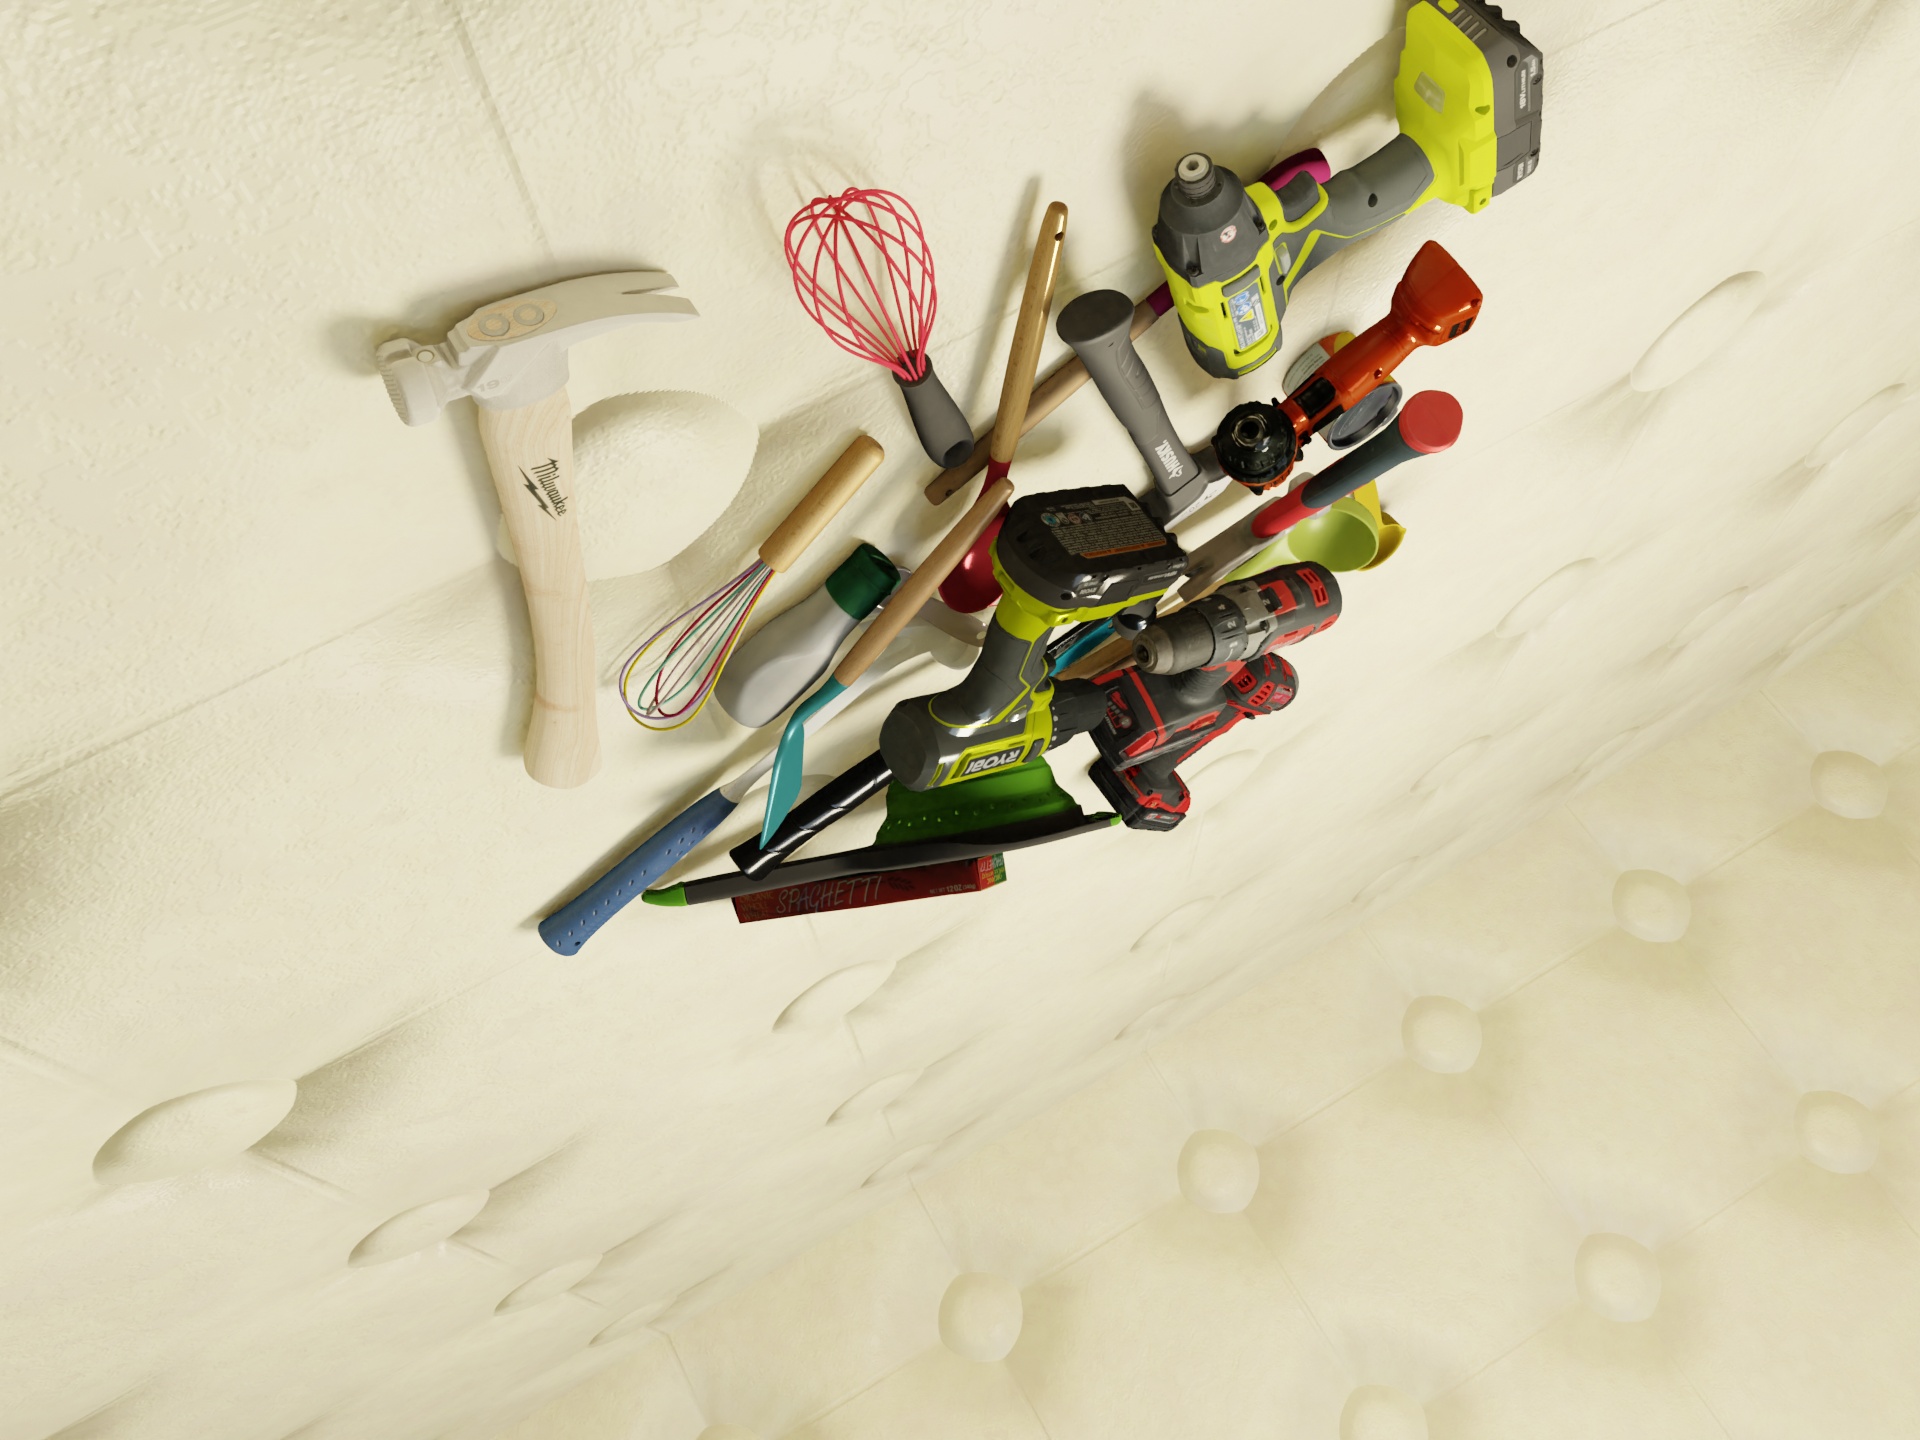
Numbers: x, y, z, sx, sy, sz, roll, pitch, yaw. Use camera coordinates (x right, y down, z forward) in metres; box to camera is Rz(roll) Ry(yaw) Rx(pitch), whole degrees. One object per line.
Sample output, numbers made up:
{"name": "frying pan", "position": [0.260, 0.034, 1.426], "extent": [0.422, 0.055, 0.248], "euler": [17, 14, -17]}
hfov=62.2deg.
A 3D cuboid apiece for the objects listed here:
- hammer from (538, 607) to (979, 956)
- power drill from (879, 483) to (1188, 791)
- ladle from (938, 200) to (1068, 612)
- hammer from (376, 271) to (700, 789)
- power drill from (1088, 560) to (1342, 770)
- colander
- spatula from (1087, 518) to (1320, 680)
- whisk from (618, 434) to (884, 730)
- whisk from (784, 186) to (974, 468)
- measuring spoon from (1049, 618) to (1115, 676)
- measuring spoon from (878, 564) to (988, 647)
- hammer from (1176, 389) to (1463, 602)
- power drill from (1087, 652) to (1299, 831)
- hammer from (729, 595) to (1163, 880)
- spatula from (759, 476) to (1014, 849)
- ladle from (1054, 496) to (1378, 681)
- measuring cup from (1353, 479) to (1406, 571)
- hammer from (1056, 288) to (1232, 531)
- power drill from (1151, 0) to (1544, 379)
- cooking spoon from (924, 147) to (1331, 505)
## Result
{"name": "hammer", "position": [-0.170, 0.047, 1.198], "extent": [0.405, 0.035, 0.144], "euler": [-39, 156, 15]}
{"name": "power drill", "position": [0.061, -0.051, 1.101], "extent": [0.190, 0.080, 0.228], "euler": [-13, 146, -38]}
{"name": "ladle", "position": [0.029, -0.181, 0.974], "extent": [0.069, 0.031, 0.315], "euler": [-22, 150, -25]}
{"name": "hammer", "position": [-0.219, -0.079, 0.893], "extent": [0.146, 0.038, 0.410], "euler": [-24, 155, -22]}
{"name": "power drill", "position": [0.177, -0.041, 1.266], "extent": [0.188, 0.080, 0.226], "euler": [-19, 165, -31]}
{"name": "colander", "position": [-0.071, 0.076, 1.317], "extent": [0.397, 0.094, 0.204], "euler": [-10, 179, -6]}
{"name": "spatula", "position": [0.193, -0.081, 1.419], "extent": [0.316, 0.018, 0.059], "euler": [-34, 147, 2]}
{"name": "whisk", "position": [-0.128, -0.082, 0.993], "extent": [0.245, 0.047, 0.051], "euler": [-45, 152, 20]}
{"name": "whisk", "position": [-0.030, -0.201, 0.870], "extent": [0.073, 0.073, 0.295], "euler": [-33, 163, 2]}
{"name": "measuring spoon", "position": [0.085, -0.059, 1.340], "extent": [0.128, 0.021, 0.042], "euler": [-35, 146, -18]}
{"name": "measuring spoon", "position": [-0.018, -0.080, 1.123], "extent": [0.124, 0.018, 0.034], "euler": [26, 114, -42]}
{"name": "hammer", "position": [0.241, -0.153, 1.097], "extent": [0.143, 0.038, 0.386], "euler": [-34, 180, -4]}
{"name": "power drill", "position": [0.246, 0.014, 1.603], "extent": [0.219, 0.079, 0.143], "euler": [-45, 154, 20]}
{"name": "hammer", "position": [-0.002, -0.004, 1.223], "extent": [0.409, 0.036, 0.149], "euler": [-35, 165, -14]}
{"name": "spatula", "position": [-0.055, -0.039, 1.062], "extent": [0.317, 0.044, 0.082], "euler": [-48, -174, 30]}
{"name": "ladle", "position": [0.212, -0.097, 1.369], "extent": [0.320, 0.062, 0.078], "euler": [-30, 130, 3]}
{"name": "measuring cup", "position": [0.360, -0.190, 1.421], "extent": [0.062, 0.029, 0.156], "euler": [-33, 145, 2]}
{"name": "hammer", "position": [0.118, -0.196, 1.050], "extent": [0.146, 0.035, 0.334], "euler": [-37, 161, 9]}
{"name": "power drill", "position": [0.217, -0.311, 0.913], "extent": [0.223, 0.080, 0.171], "euler": [-34, 153, 3]}
{"name": "cooking spoon", "position": [0.100, -0.241, 0.996], "extent": [0.319, 0.017, 0.068], "euler": [-39, 153, 13]}
